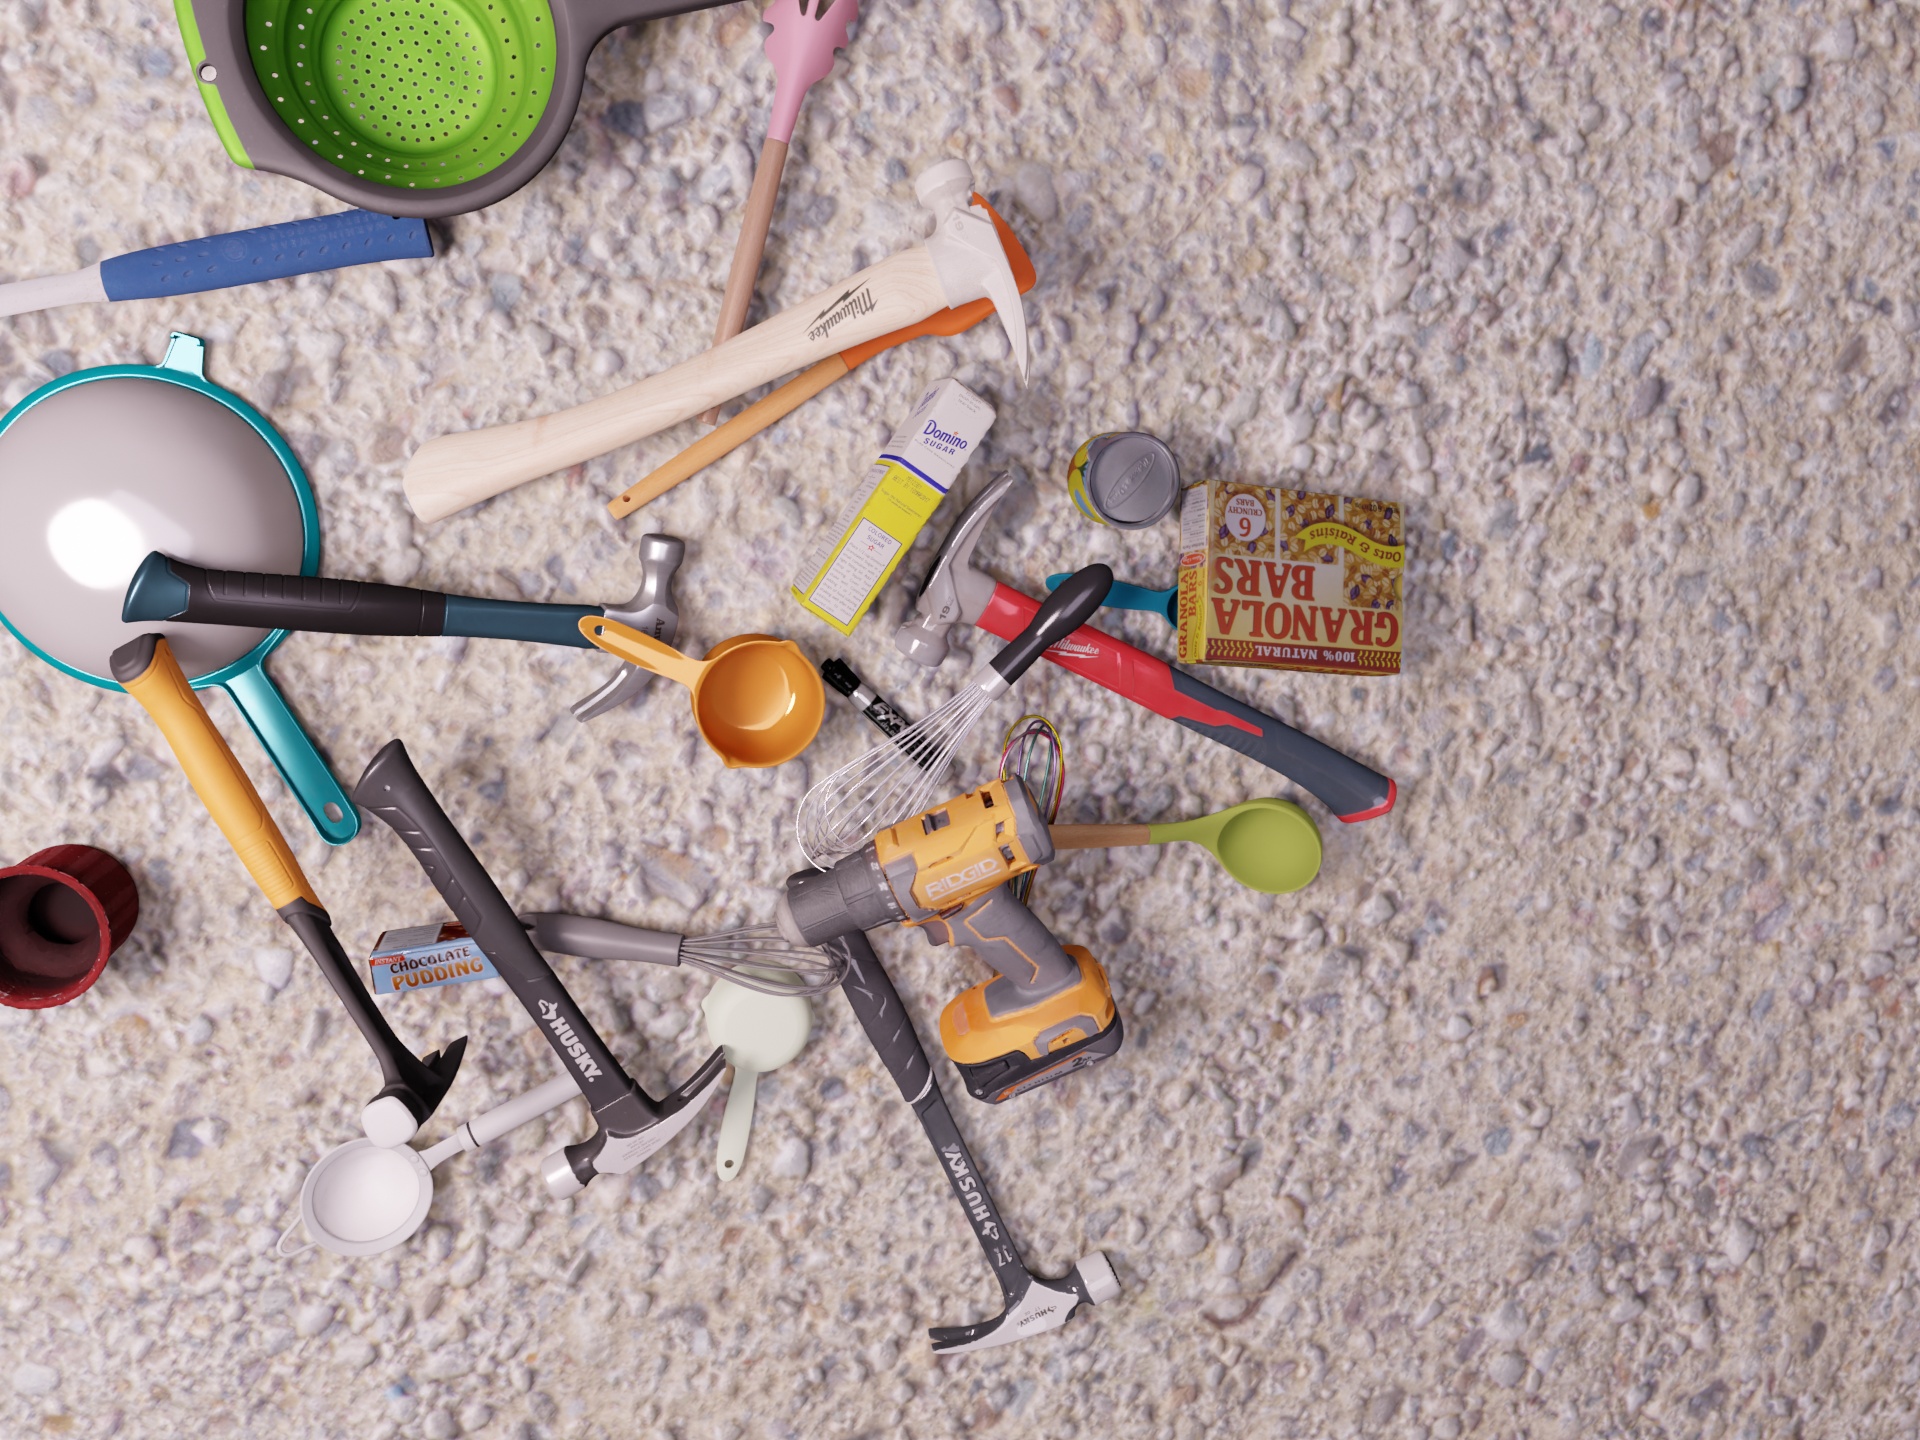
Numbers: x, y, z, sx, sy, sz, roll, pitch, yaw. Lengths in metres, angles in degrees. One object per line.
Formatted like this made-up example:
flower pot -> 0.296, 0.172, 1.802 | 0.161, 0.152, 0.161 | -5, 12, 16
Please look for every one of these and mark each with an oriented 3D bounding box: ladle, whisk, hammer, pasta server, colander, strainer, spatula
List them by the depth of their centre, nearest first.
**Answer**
hammer -> -0.528, -0.258, 0.963 | 0.405, 0.035, 0.144 | -14, 76, -11
colander -> -0.256, -0.426, 0.972 | 0.397, 0.094, 0.204 | -18, 103, -13
hammer -> -0.413, 0.097, 0.979 | 0.034, 0.127, 0.336 | -27, 101, 2
strainer -> -0.484, -0.059, 0.992 | 0.211, 0.095, 0.340 | -30, 102, -4
hammer -> -0.341, -0.069, 1.001 | 0.330, 0.033, 0.128 | 3, 104, -29
hammer -> -0.159, -0.207, 1.007 | 0.410, 0.038, 0.146 | -22, 84, 6
pasta server -> -0.126, -0.347, 1.033 | 0.060, 0.040, 0.316 | 14, 98, -12
hammer -> -0.285, 0.156, 1.045 | 0.146, 0.035, 0.334 | -30, 109, -3
spatula -> -0.100, -0.230, 1.058 | 0.322, 0.041, 0.081 | -34, 80, -1
whisk -> -0.003, -0.004, 1.075 | 0.284, 0.070, 0.070 | -45, 104, 4
whisk -> -0.194, 0.155, 1.095 | 0.239, 0.055, 0.055 | 7, 99, 2
strainer -> -0.350, 0.295, 1.109 | 0.258, 0.050, 0.086 | -27, 110, -10
ladle -> 0.111, 0.089, 1.112 | 0.320, 0.062, 0.078 | 1, 130, -23
hammer -> 0.155, -0.034, 1.130 | 0.386, 0.038, 0.143 | 25, 107, -15
whisk -> 0.041, 0.114, 1.150 | 0.047, 0.051, 0.245 | 9, 103, 9
hammer -> -0.027, 0.287, 1.168 | 0.149, 0.036, 0.408 | -26, 103, -4

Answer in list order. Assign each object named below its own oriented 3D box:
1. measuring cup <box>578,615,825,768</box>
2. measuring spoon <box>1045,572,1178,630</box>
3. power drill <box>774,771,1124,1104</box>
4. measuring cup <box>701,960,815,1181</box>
measuring cup -> -0.176, -0.033, 1.067 | 0.173, 0.052, 0.095 | 26, 95, -18
measuring spoon -> 0.124, -0.092, 1.137 | 0.128, 0.021, 0.042 | 10, 118, -3
power drill -> -0.003, 0.156, 1.066 | 0.185, 0.084, 0.226 | -24, 124, 3
measuring cup -> -0.152, 0.256, 1.136 | 0.083, 0.038, 0.167 | 10, 96, -12
